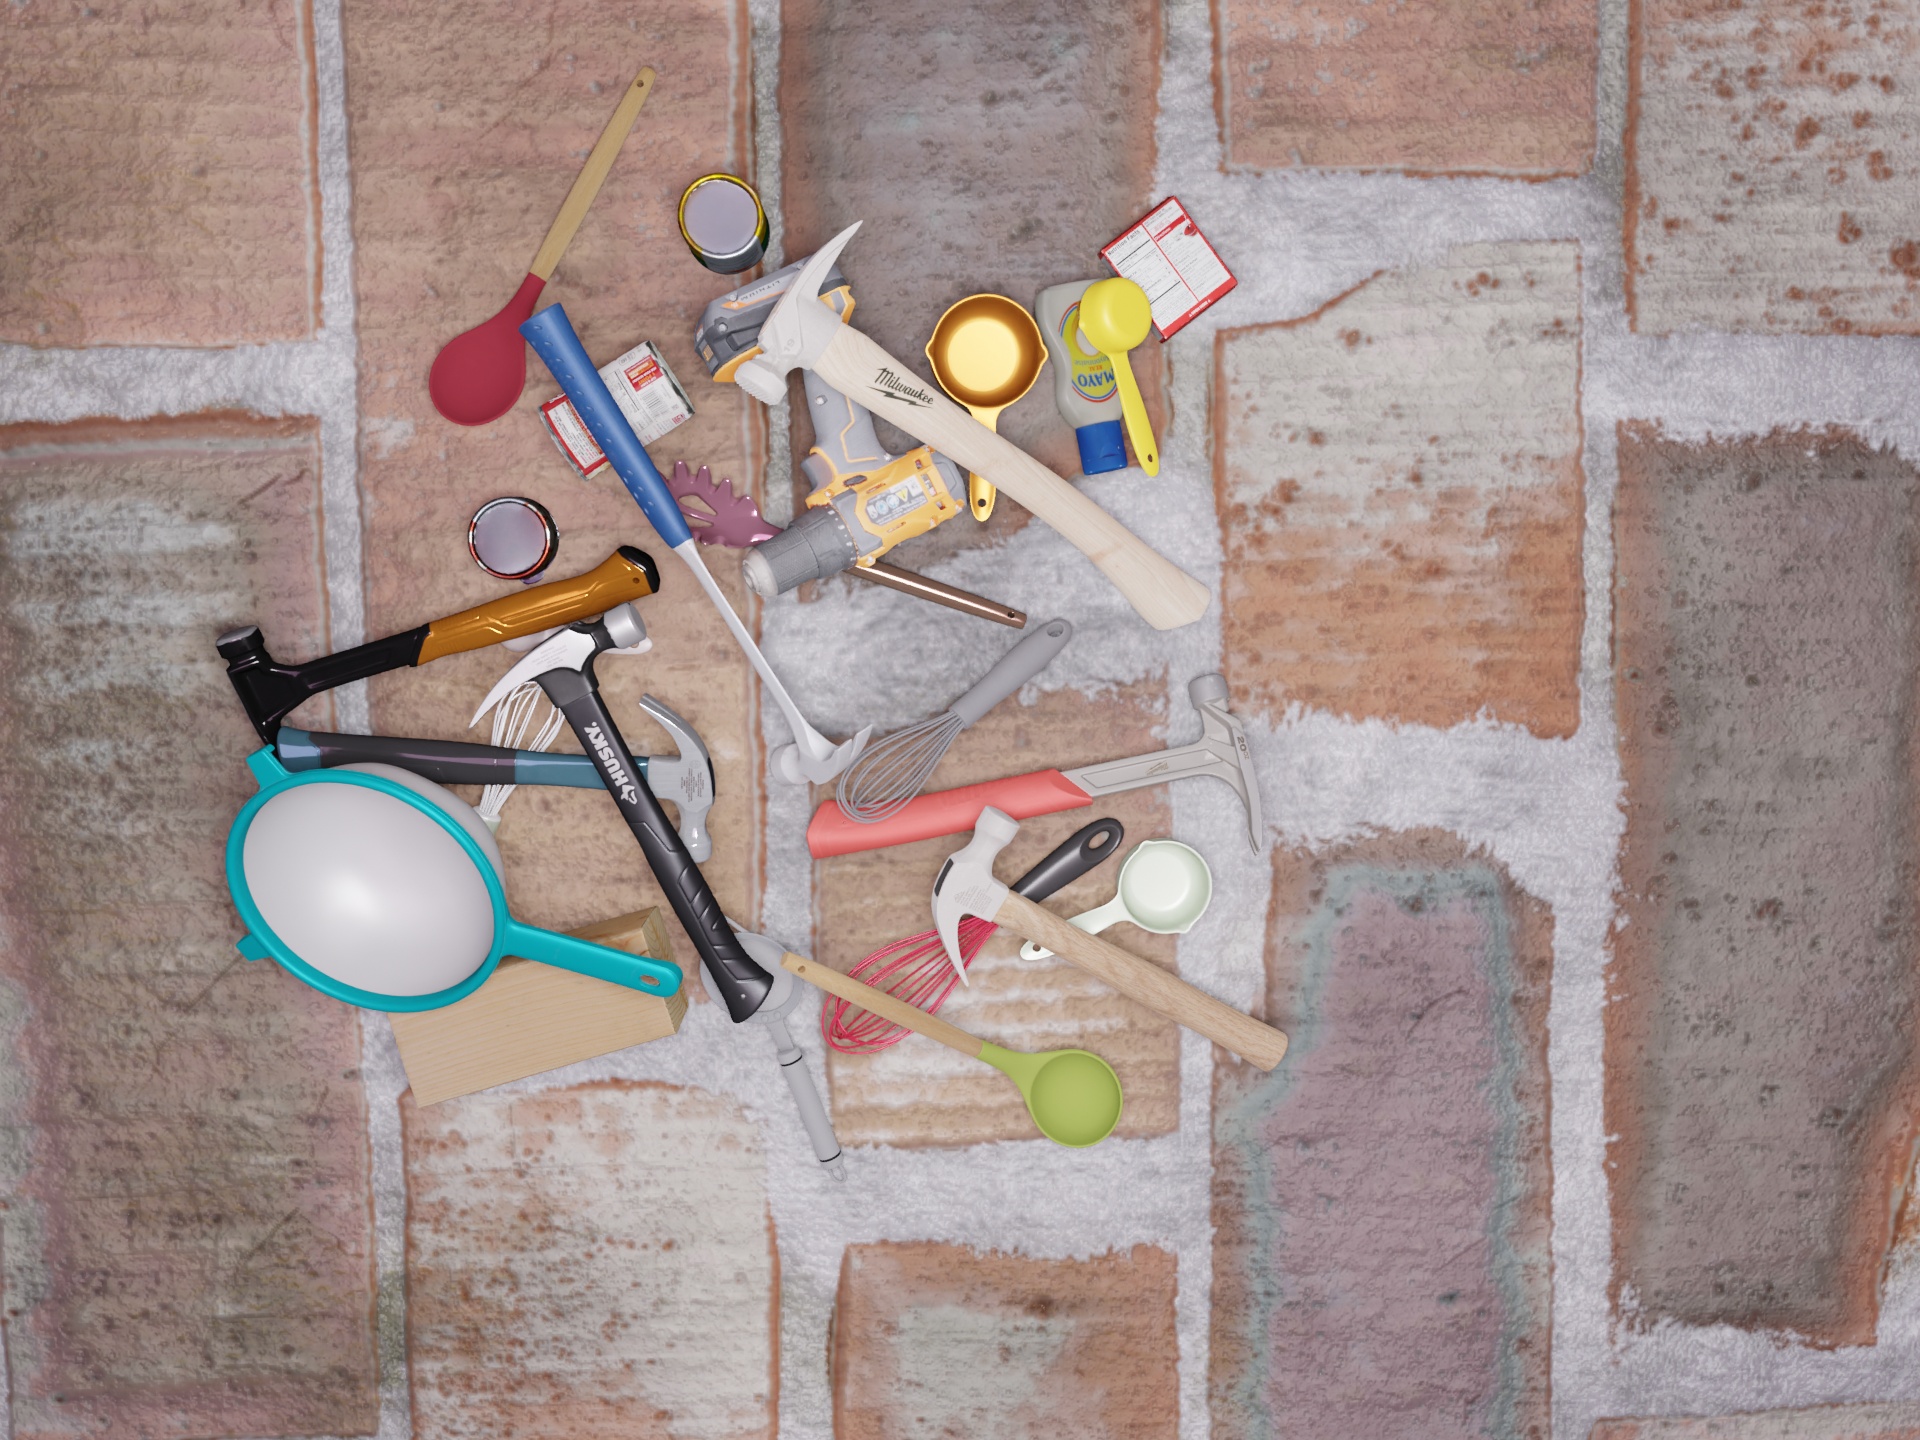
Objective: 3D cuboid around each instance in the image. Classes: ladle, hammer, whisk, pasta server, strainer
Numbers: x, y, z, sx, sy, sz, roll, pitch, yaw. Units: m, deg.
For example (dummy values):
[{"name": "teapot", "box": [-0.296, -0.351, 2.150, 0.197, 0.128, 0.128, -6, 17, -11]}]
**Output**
[{"name": "ladle", "box": [-0.003, 0.251, 1.243, 0.320, 0.062, 0.078, 30, 90, -26]}, {"name": "hammer", "box": [-0.355, 0.036, 1.226, 0.331, 0.033, 0.128, 4, 104, -3]}, {"name": "whisk", "box": [-0.374, 0.068, 1.268, 0.059, 0.057, 0.246, 30, 99, 26]}, {"name": "hammer", "box": [-0.199, -0.125, 1.189, 0.035, 0.144, 0.405, -38, 103, -27]}, {"name": "hammer", "box": [0.123, 0.199, 1.266, 0.331, 0.031, 0.130, 30, 96, -16]}, {"name": "pasta server", "box": [-0.096, -0.130, 1.266, 0.316, 0.040, 0.060, 19, 79, -5]}, {"name": "hammer", "box": [-0.238, 0.087, 1.209, 0.146, 0.035, 0.334, -25, 105, 4]}, {"name": "ladle", "box": [-0.319, -0.370, 1.243, 0.069, 0.031, 0.315, 29, 91, -7]}, {"name": "whisk", "box": [0.012, 0.171, 1.288, 0.296, 0.073, 0.073, -36, 95, -6]}, {"name": "hammer", "box": [0.056, 0.069, 1.274, 0.359, 0.036, 0.149, -12, 73, 2]}, {"name": "strainer", "box": [-0.363, 0.126, 1.187, 0.340, 0.095, 0.211, 17, 120, -2]}, {"name": "whisk", "box": [-0.003, -0.004, 1.263, 0.239, 0.055, 0.055, -40, 95, -12]}, {"name": "hammer", "box": [-0.394, -0.059, 1.240, 0.337, 0.034, 0.127, -18, 112, 1]}, {"name": "strainer", "box": [-0.143, 0.265, 1.297, 0.087, 0.050, 0.258, -16, 102, 20]}, {"name": "hammer", "box": [0.035, -0.204, 1.215, 0.410, 0.038, 0.146, 33, 85, -20]}]

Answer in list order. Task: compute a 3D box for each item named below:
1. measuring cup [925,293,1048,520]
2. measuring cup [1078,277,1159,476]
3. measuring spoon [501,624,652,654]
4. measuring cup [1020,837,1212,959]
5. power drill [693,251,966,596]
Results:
[{"name": "measuring cup", "box": [0.017, -0.246, 1.256, 0.095, 0.052, 0.173, 1, 101, -4]}, {"name": "measuring cup", "box": [0.137, -0.267, 1.234, 0.062, 0.029, 0.156, -23, 100, -33]}, {"name": "measuring spoon", "box": [-0.309, -0.067, 1.272, 0.124, 0.018, 0.034, 6, 94, -3]}, {"name": "measuring cup", "box": [0.124, 0.152, 1.299, 0.167, 0.038, 0.083, -26, 95, 2]}, {"name": "power drill", "box": [-0.122, -0.219, 1.218, 0.185, 0.084, 0.226, -31, 97, -18]}]
